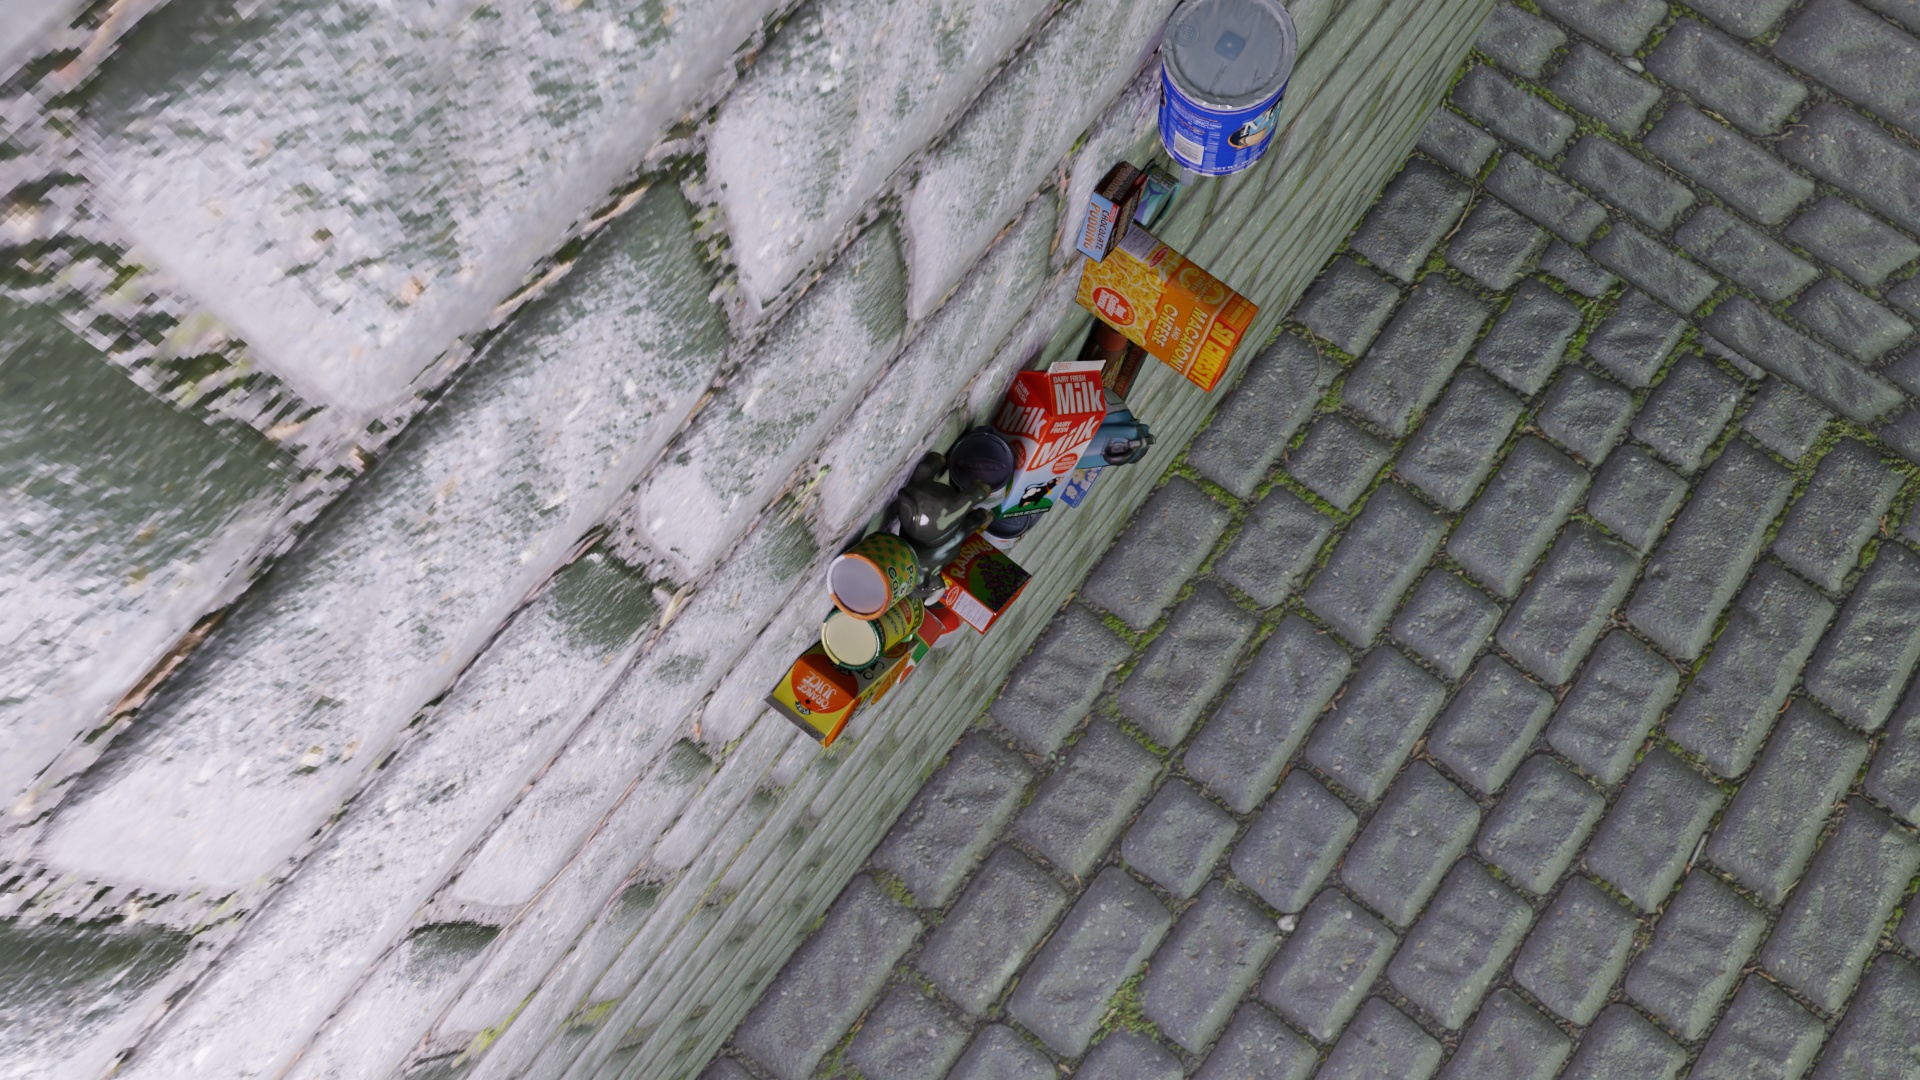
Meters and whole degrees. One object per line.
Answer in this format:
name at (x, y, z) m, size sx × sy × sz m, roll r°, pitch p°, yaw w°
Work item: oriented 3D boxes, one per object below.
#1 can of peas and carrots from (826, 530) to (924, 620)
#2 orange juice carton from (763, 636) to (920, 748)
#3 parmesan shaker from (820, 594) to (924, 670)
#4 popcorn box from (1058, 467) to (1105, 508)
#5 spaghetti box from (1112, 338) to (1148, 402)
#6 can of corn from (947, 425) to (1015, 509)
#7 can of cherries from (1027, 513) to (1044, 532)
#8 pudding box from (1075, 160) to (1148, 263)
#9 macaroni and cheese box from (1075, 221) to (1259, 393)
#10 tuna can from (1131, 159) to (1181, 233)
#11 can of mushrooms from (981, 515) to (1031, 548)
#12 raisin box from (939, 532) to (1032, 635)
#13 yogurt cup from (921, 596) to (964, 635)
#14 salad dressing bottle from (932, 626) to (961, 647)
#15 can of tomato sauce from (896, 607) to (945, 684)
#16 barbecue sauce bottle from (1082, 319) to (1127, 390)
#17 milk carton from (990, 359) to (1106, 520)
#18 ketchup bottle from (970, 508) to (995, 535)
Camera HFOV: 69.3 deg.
can of peas and carrots at (-0.077, 0.033, 1.258) m, size 0.059 × 0.071 × 0.070 m, roll -38°, pitch 162°, yaw -55°
orange juice carton at (-0.125, 0.144, 1.419) m, size 0.072 × 0.072 × 0.193 m, roll -60°, pitch 169°, yaw 29°
parmesan shaker at (-0.086, 0.086, 1.396) m, size 0.071 × 0.071 × 0.103 m, roll -58°, pitch 169°, yaw 26°
popcorn box at (0.145, -0.114, 1.752) m, size 0.038 × 0.085 × 0.126 m, roll -38°, pitch 162°, yaw -54°
spaghetti box at (0.199, -0.214, 1.759) m, size 0.029 × 0.050 × 0.248 m, roll -50°, pitch 170°, yaw -30°
can of corn at (0.021, -0.071, 1.379) m, size 0.071 × 0.071 × 0.058 m, roll -51°, pitch 171°, yaw -12°
can of cherries at (0.078, -0.053, 1.731) m, size 0.071 × 0.058 × 0.071 m, roll -52°, pitch 169°, yaw -14°
pudding box at (0.135, -0.293, 1.241) m, size 0.050 × 0.030 × 0.083 m, roll -50°, pitch 170°, yaw -24°
macaroni and cheese box at (0.198, -0.230, 1.351) m, size 0.040 × 0.166 × 0.123 m, roll -50°, pitch 170°, yaw -20°
tuna can at (0.182, -0.328, 1.334) m, size 0.071 × 0.033 × 0.071 m, roll -51°, pitch 171°, yaw -12°
can of mushrooms at (0.051, -0.027, 1.671) m, size 0.071 × 0.071 × 0.033 m, roll -49°, pitch 170°, yaw -25°
raisin box at (0.002, 0.031, 1.470) m, size 0.086 × 0.123 × 0.039 m, roll -43°, pitch 167°, yaw -47°
yogurt cup at (-0.027, 0.072, 1.651) m, size 0.073 × 0.072 × 0.053 m, roll -48°, pitch 157°, yaw -28°
salad dressing bottle at (-0.011, 0.061, 1.716) m, size 0.044 × 0.064 × 0.147 m, roll 2°, pitch 121°, yaw -43°
can of tomato sauce at (-0.069, 0.112, 1.587) m, size 0.083 × 0.071 × 0.071 m, roll -50°, pitch 170°, yaw -11°
barbecue sauce bottle at (0.169, -0.217, 1.627) m, size 0.065 × 0.044 × 0.148 m, roll -49°, pitch 169°, yaw -22°
milk carton at (0.084, -0.114, 1.434) m, size 0.072 × 0.074 × 0.189 m, roll -8°, pitch 142°, yaw -35°
ketchup bottle at (0.006, -0.019, 1.548) m, size 0.149 × 0.043 × 0.064 m, roll -52°, pitch 166°, yaw -5°
